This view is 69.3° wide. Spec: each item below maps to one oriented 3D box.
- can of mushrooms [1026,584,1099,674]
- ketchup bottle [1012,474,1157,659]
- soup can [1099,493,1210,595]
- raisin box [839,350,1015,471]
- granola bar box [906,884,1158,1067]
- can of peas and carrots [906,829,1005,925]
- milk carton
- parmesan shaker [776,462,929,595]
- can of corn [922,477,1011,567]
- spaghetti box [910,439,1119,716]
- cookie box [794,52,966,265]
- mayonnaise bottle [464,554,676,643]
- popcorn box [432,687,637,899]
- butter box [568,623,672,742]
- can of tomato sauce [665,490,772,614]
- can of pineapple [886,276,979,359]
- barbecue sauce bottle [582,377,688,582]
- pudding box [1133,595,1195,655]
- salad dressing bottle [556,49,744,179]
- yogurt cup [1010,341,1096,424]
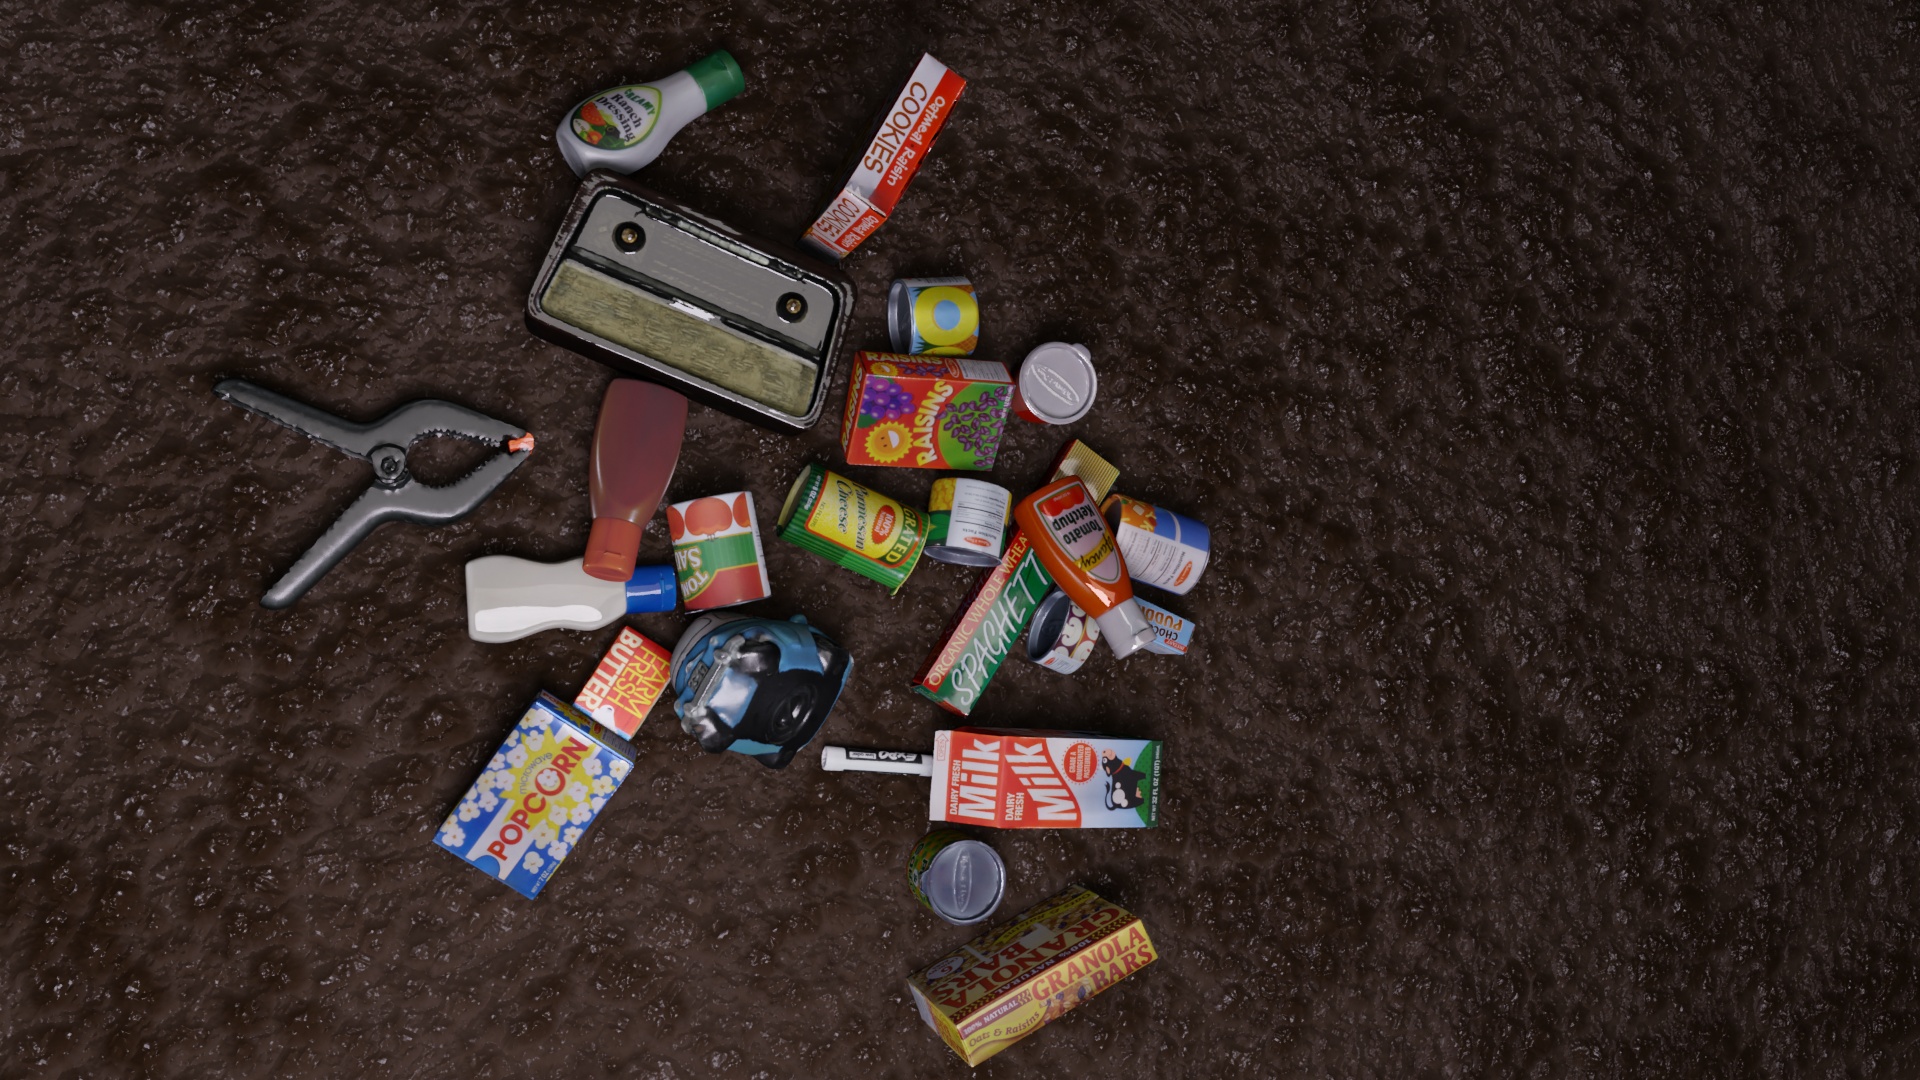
[{"bbox_3d":[0.086,0.073,1.143,0.033,0.071,0.071,25,80,-17],"label":"can of mushrooms"},{"bbox_3d":[0.104,0.023,1.111,0.065,0.043,0.149,-25,79,-28],"label":"ketchup bottle"},{"bbox_3d":[0.158,0.002,1.173,0.084,0.071,0.071,18,82,-16],"label":"soup can"},{"bbox_3d":[-0.028,-0.102,1.105,0.123,0.040,0.085,2,127,-19],"label":"raisin box"},{"bbox_3d":[0.053,0.335,1.087,0.166,0.124,0.039,-24,97,-19],"label":"granola bar box"},{"bbox_3d":[-0.007,0.267,1.105,0.071,0.058,0.071,1,87,-18],"label":"can of peas and carrots"},{"bbox_3d":[0.063,0.189,1.112,0.191,0.073,0.072,5,86,-27],"label":"milk carton"},{"bbox_3d":[-0.085,-0.009,1.088,0.103,0.071,0.071,25,80,-16],"label":"parmesan shaker"},{"bbox_3d":[0.004,-0.014,1.120,0.071,0.071,0.058,13,78,-18],"label":"can of corn"},{"bbox_3d":[0.047,0.030,1.151,0.050,0.028,0.250,36,77,-13],"label":"spaghetti box"},{"bbox_3d":[-0.064,-0.284,1.056,0.040,0.167,0.123,31,79,-16],"label":"cookie box"},{"bbox_3d":[-0.288,0.040,1.031,0.148,0.041,0.065,-3,85,-21],"label":"mayonnaise bottle"},{"bbox_3d":[-0.305,0.182,1.001,0.085,0.038,0.126,36,93,-14],"label":"popcorn box"},{"bbox_3d":[-0.260,0.119,1.044,0.053,0.024,0.104,35,77,-15],"label":"butter box"},{"bbox_3d":[-0.185,0.009,1.053,0.071,0.071,0.083,-11,90,-19],"label":"can of tomato sauce"},{"bbox_3d":[-0.022,-0.177,1.119,0.058,0.071,0.071,-6,90,-19],"label":"can of pineapple"},{"bbox_3d":[-0.246,-0.044,1.028,0.065,0.043,0.149,14,68,-17],"label":"barbecue sauce bottle"},{"bbox_3d":[0.149,0.069,1.173,0.084,0.049,0.030,24,79,-16],"label":"pudding box"},{"bbox_3d":[-0.235,-0.328,1.064,0.148,0.043,0.064,-37,78,-20],"label":"salad dressing bottle"},{"bbox_3d":[0.072,-0.128,1.155,0.072,0.054,0.072,1,87,-19],"label":"yogurt cup"}]
